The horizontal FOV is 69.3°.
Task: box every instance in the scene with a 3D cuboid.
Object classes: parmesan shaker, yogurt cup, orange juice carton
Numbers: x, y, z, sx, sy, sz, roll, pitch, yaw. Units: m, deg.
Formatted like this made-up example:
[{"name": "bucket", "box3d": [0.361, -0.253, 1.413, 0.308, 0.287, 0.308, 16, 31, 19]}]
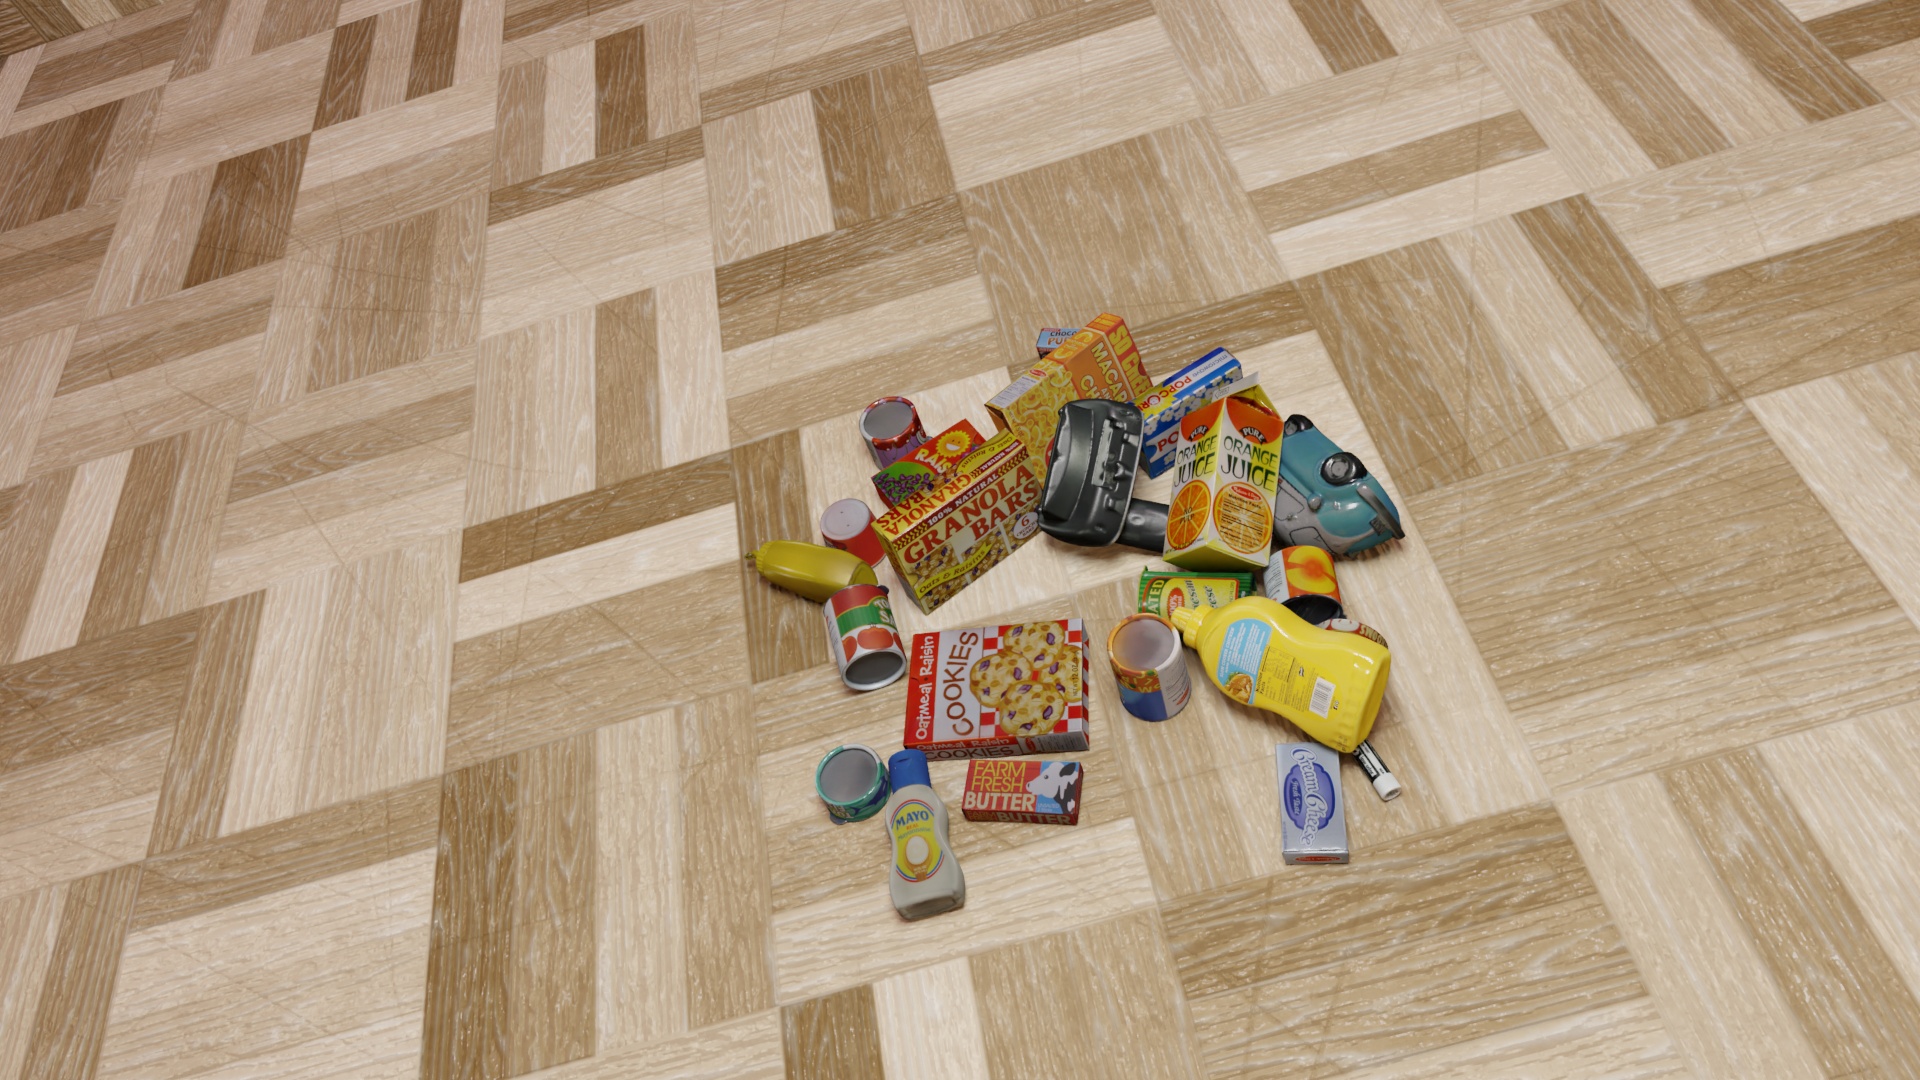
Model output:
[{"name": "parmesan shaker", "box3d": [0.220, 0.059, 1.289, 0.103, 0.071, 0.072, 0, 54, 17]}, {"name": "yogurt cup", "box3d": [-0.113, -0.007, 1.452, 0.072, 0.053, 0.073, -8, 52, 10]}, {"name": "orange juice carton", "box3d": [0.251, -0.066, 1.317, 0.073, 0.071, 0.193, 19, 68, -22]}]

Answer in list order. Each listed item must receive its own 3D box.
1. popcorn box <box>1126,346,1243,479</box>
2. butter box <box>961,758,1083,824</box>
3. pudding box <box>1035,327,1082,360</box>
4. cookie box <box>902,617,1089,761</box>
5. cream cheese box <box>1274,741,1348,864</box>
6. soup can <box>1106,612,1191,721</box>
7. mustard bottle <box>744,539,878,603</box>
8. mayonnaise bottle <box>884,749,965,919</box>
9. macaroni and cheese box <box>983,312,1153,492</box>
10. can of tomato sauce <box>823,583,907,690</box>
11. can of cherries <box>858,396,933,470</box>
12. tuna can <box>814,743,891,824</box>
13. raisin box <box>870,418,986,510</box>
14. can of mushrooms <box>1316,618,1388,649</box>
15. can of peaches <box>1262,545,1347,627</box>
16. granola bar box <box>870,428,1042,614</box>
[{"name": "popcorn box", "box3d": [0.232, -0.131, 1.423, 0.127, 0.085, 0.038, -31, 50, -8]}, {"name": "butter box", "box3d": [0.056, 0.223, 1.240, 0.103, 0.024, 0.053, -1, 52, 16]}, {"name": "pudding box", "box3d": [0.131, -0.209, 1.538, 0.084, 0.049, 0.030, 6, 57, 21]}, {"name": "cookie box", "box3d": [0.035, 0.139, 1.301, 0.167, 0.040, 0.123, -6, 52, 12]}, {"name": "cream cheese box", "box3d": [0.295, 0.220, 1.170, 0.053, 0.024, 0.104, -5, 52, 13]}, {"name": "soup can", "box3d": [0.168, 0.114, 1.253, 0.071, 0.083, 0.072, -9, 51, 11]}, {"name": "mustard bottle", "box3d": [-0.162, 0.029, 1.434, 0.160, 0.065, 0.049, 15, 63, 31]}, {"name": "mayonnaise bottle", "box3d": [-0.038, 0.257, 1.231, 0.065, 0.041, 0.149, -18, 51, 6]}, {"name": "macaroni and cheese box", "box3d": [0.121, -0.137, 1.435, 0.167, 0.123, 0.040, -39, 33, -14]}, {"name": "can of tomato sauce", "box3d": [-0.091, 0.094, 1.358, 0.071, 0.071, 0.083, -21, 51, 1]}, {"name": "can of cherries", "box3d": [-0.070, -0.117, 1.520, 0.071, 0.058, 0.072, -9, 51, 11]}, {"name": "tuna can", "box3d": [-0.101, 0.224, 1.281, 0.071, 0.032, 0.071, -8, 51, 10]}, {"name": "raisin box", "box3d": [-0.021, -0.066, 1.479, 0.123, 0.040, 0.086, -33, 50, -10]}, {"name": "can of mushrooms", "box3d": [0.342, 0.100, 1.220, 0.071, 0.070, 0.033, 12, 56, 25]}, {"name": "can of peaches", "box3d": [0.315, 0.046, 1.274, 0.071, 0.071, 0.058, -9, 51, 10]}, {"name": "granola bar box", "box3d": [0.005, -0.017, 1.378, 0.166, 0.123, 0.039, -36, 50, -12]}]
